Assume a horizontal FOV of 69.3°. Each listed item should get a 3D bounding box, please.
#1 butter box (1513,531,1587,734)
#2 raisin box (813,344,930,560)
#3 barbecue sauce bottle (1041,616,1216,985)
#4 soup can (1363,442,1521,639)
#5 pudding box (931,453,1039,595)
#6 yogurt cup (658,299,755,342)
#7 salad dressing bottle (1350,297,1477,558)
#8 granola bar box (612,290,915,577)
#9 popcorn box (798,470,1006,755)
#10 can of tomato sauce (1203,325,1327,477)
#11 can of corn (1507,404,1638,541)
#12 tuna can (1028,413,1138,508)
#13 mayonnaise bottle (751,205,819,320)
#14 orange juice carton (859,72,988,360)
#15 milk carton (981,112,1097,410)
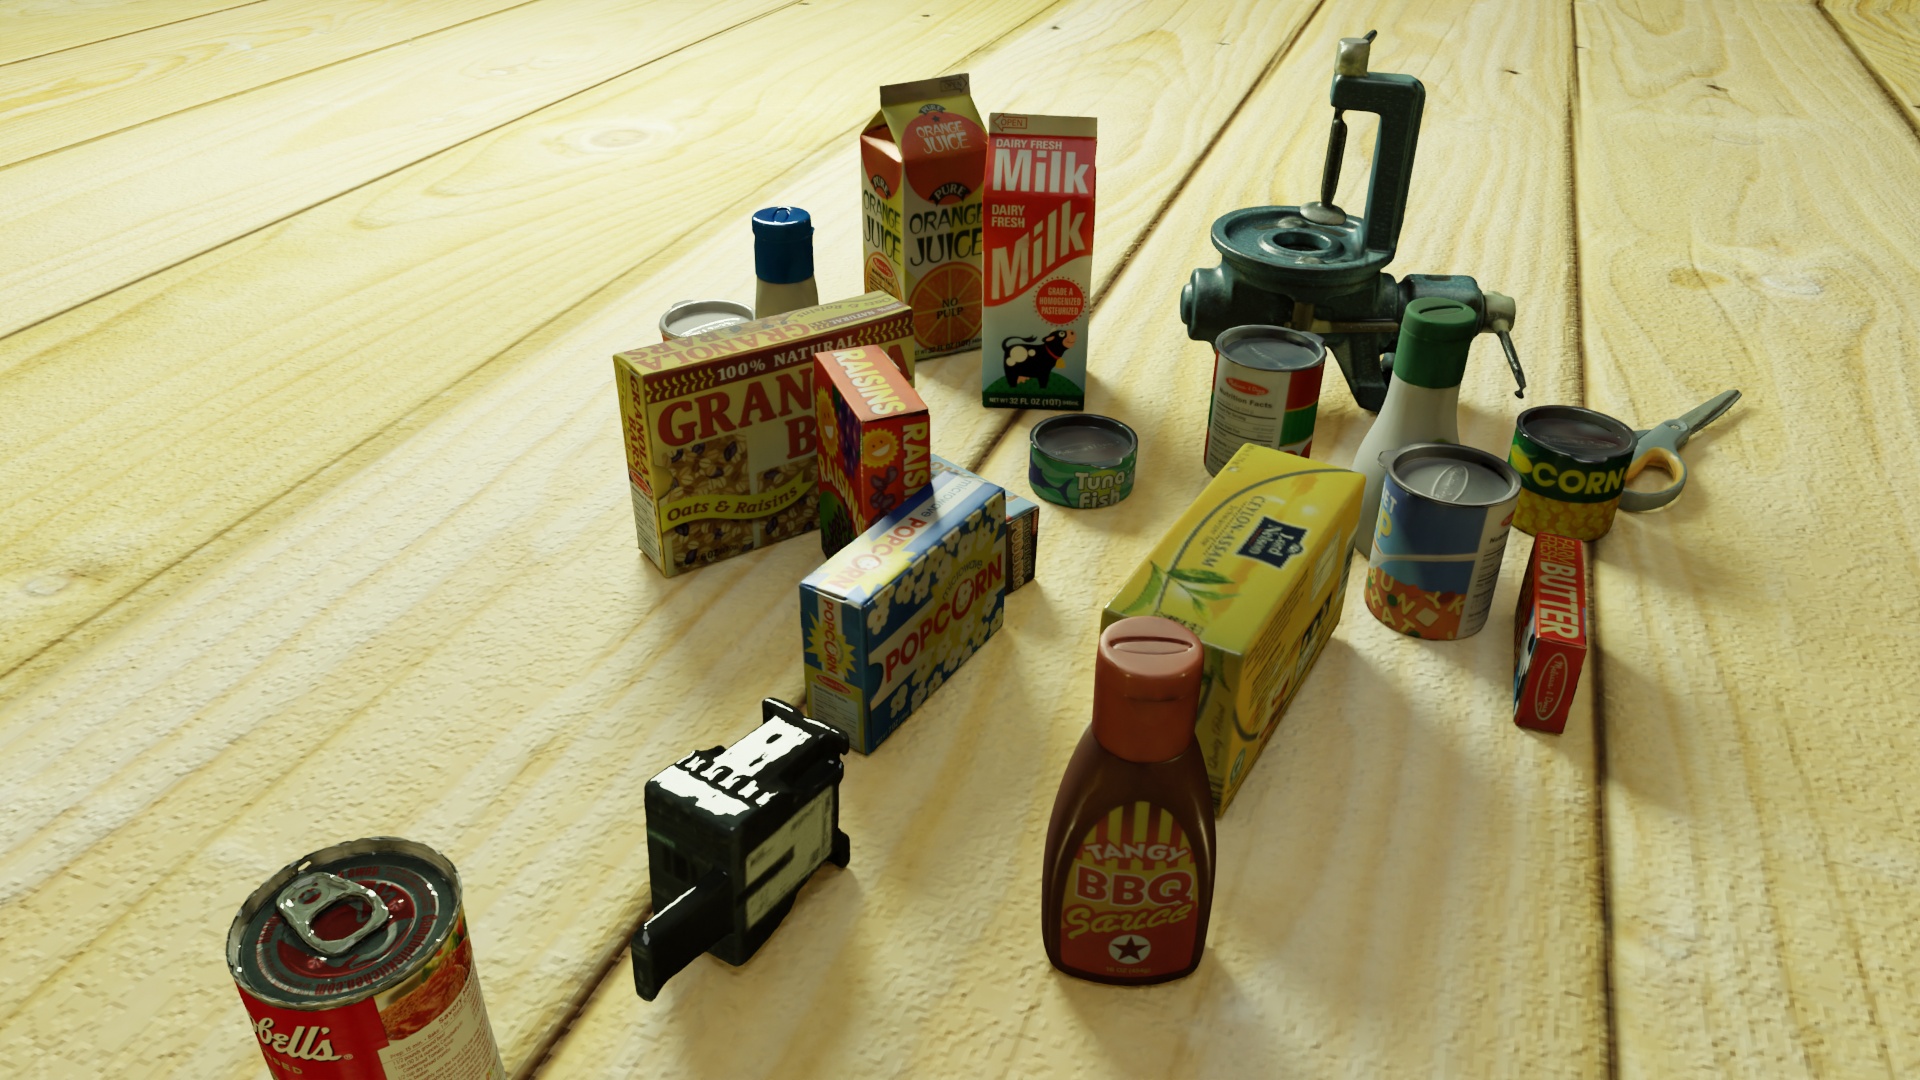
[{"bbox_3d":[0.292,0.043,0.688,0.024,0.052,0.104,11,33,16],"label":"butter box"},{"bbox_3d":[-0.046,-0.030,0.732,0.040,0.122,0.086,-11,34,-17],"label":"raisin box"},{"bbox_3d":[0.064,0.097,0.508,0.065,0.147,0.044,2,32,2],"label":"barbecue sauce bottle"},{"bbox_3d":[0.248,-0.001,0.729,0.071,0.083,0.072,1,32,0],"label":"soup can"},{"bbox_3d":[0.003,-0.010,0.770,0.084,0.049,0.030,27,40,35],"label":"pudding box"},{"bbox_3d":[-0.170,-0.128,0.951,0.072,0.053,0.073,1,32,0],"label":"yogurt cup"},{"bbox_3d":[0.249,-0.058,0.761,0.064,0.146,0.044,-10,34,-17],"label":"salad dressing bottle"},{"bbox_3d":[-0.104,-0.062,0.782,0.166,0.123,0.039,-20,37,-29],"label":"granola bar box"},{"bbox_3d":[-0.024,0.031,0.671,0.038,0.084,0.127,18,36,26],"label":"popcorn box"},{"bbox_3d":[0.188,-0.083,0.860,0.071,0.082,0.071,1,32,0],"label":"can of tomato sauce"},{"bbox_3d":[0.355,-0.038,0.815,0.071,0.058,0.071,1,32,0],"label":"can of corn"},{"bbox_3d":[0.076,-0.048,0.848,0.071,0.032,0.071,1,32,0],"label":"tuna can"},{"bbox_3d":[-0.109,-0.134,0.874,0.041,0.147,0.065,1,32,0],"label":"mayonnaise bottle"},{"bbox_3d":[-0.025,-0.232,0.990,0.072,0.191,0.073,-15,35,-24],"label":"orange juice carton"},{"bbox_3d":[0.052,-0.188,0.923,0.072,0.189,0.074,3,32,4],"label":"milk carton"}]
